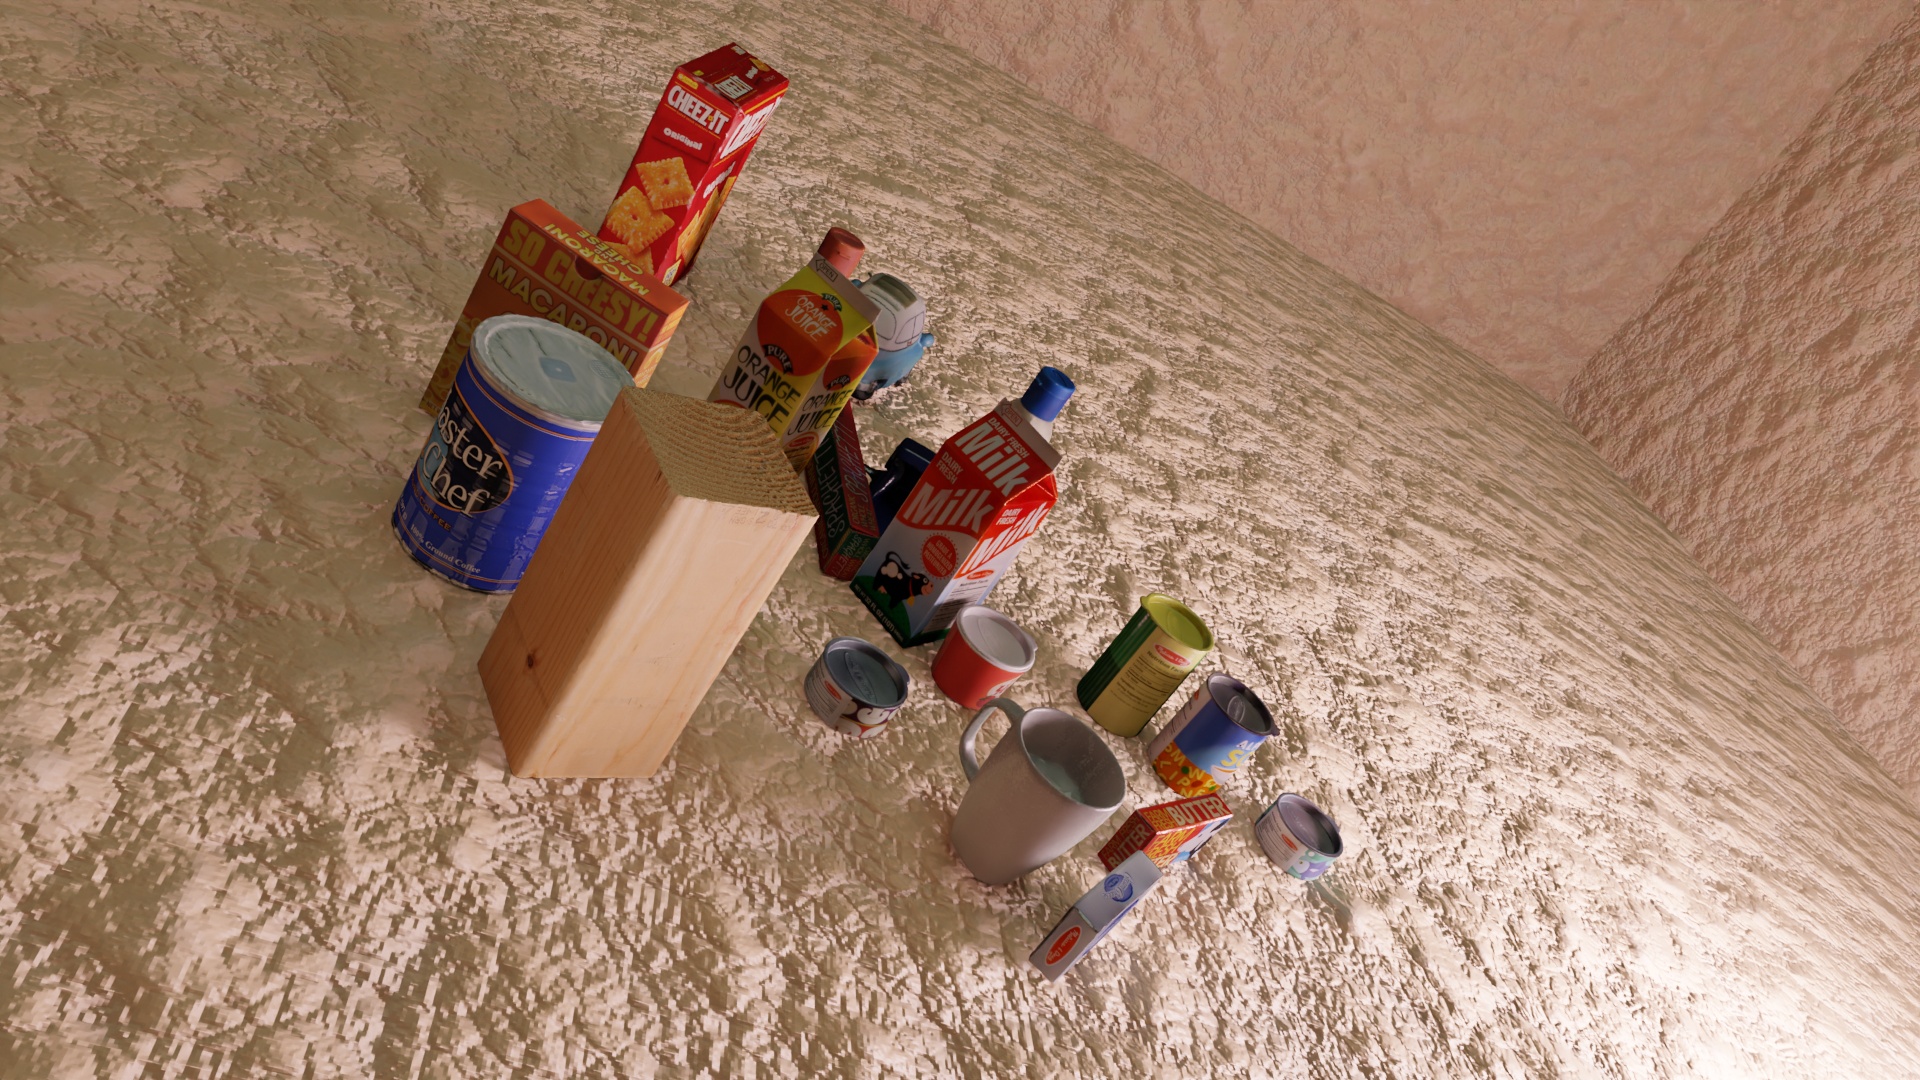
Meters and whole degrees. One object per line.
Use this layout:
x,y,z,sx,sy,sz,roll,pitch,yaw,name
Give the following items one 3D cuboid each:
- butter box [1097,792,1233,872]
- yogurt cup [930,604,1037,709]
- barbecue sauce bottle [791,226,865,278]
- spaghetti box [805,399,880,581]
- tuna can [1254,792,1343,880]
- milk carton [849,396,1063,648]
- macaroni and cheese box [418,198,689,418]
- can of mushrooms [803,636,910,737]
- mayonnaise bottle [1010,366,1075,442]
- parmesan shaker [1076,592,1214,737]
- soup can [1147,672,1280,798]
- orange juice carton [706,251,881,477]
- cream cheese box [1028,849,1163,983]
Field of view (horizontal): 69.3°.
0.149,0.212,1.002,0.104,0.053,0.024,2,42,-48,butter box
0.014,0.090,1.044,0.072,0.053,0.073,27,28,-16,yogurt cup
-0.137,-0.213,1.256,0.065,0.148,0.044,23,29,-25,barbecue sauce bottle
-0.106,-0.062,1.157,0.029,0.050,0.251,21,30,-27,spaghetti box
0.275,0.240,1.125,0.071,0.032,0.071,27,28,-16,tuna can
0.004,-0.013,1.048,0.072,0.189,0.073,48,29,23,milk carton
-0.275,-0.124,0.934,0.124,0.165,0.040,34,26,-3,macaroni and cheese box
-0.070,0.101,0.952,0.071,0.033,0.071,27,28,-16,can of mushrooms
0.051,-0.092,1.278,0.041,0.147,0.065,15,33,-36,mayonnaise bottle
0.146,0.100,1.125,0.071,0.102,0.071,28,27,-16,parmesan shaker
0.202,0.160,1.114,0.071,0.083,0.072,28,28,-16,soup can
-0.132,-0.123,1.068,0.072,0.191,0.073,42,27,13,orange juice carton
0.088,0.239,0.888,0.024,0.053,0.104,44,28,17,cream cheese box
